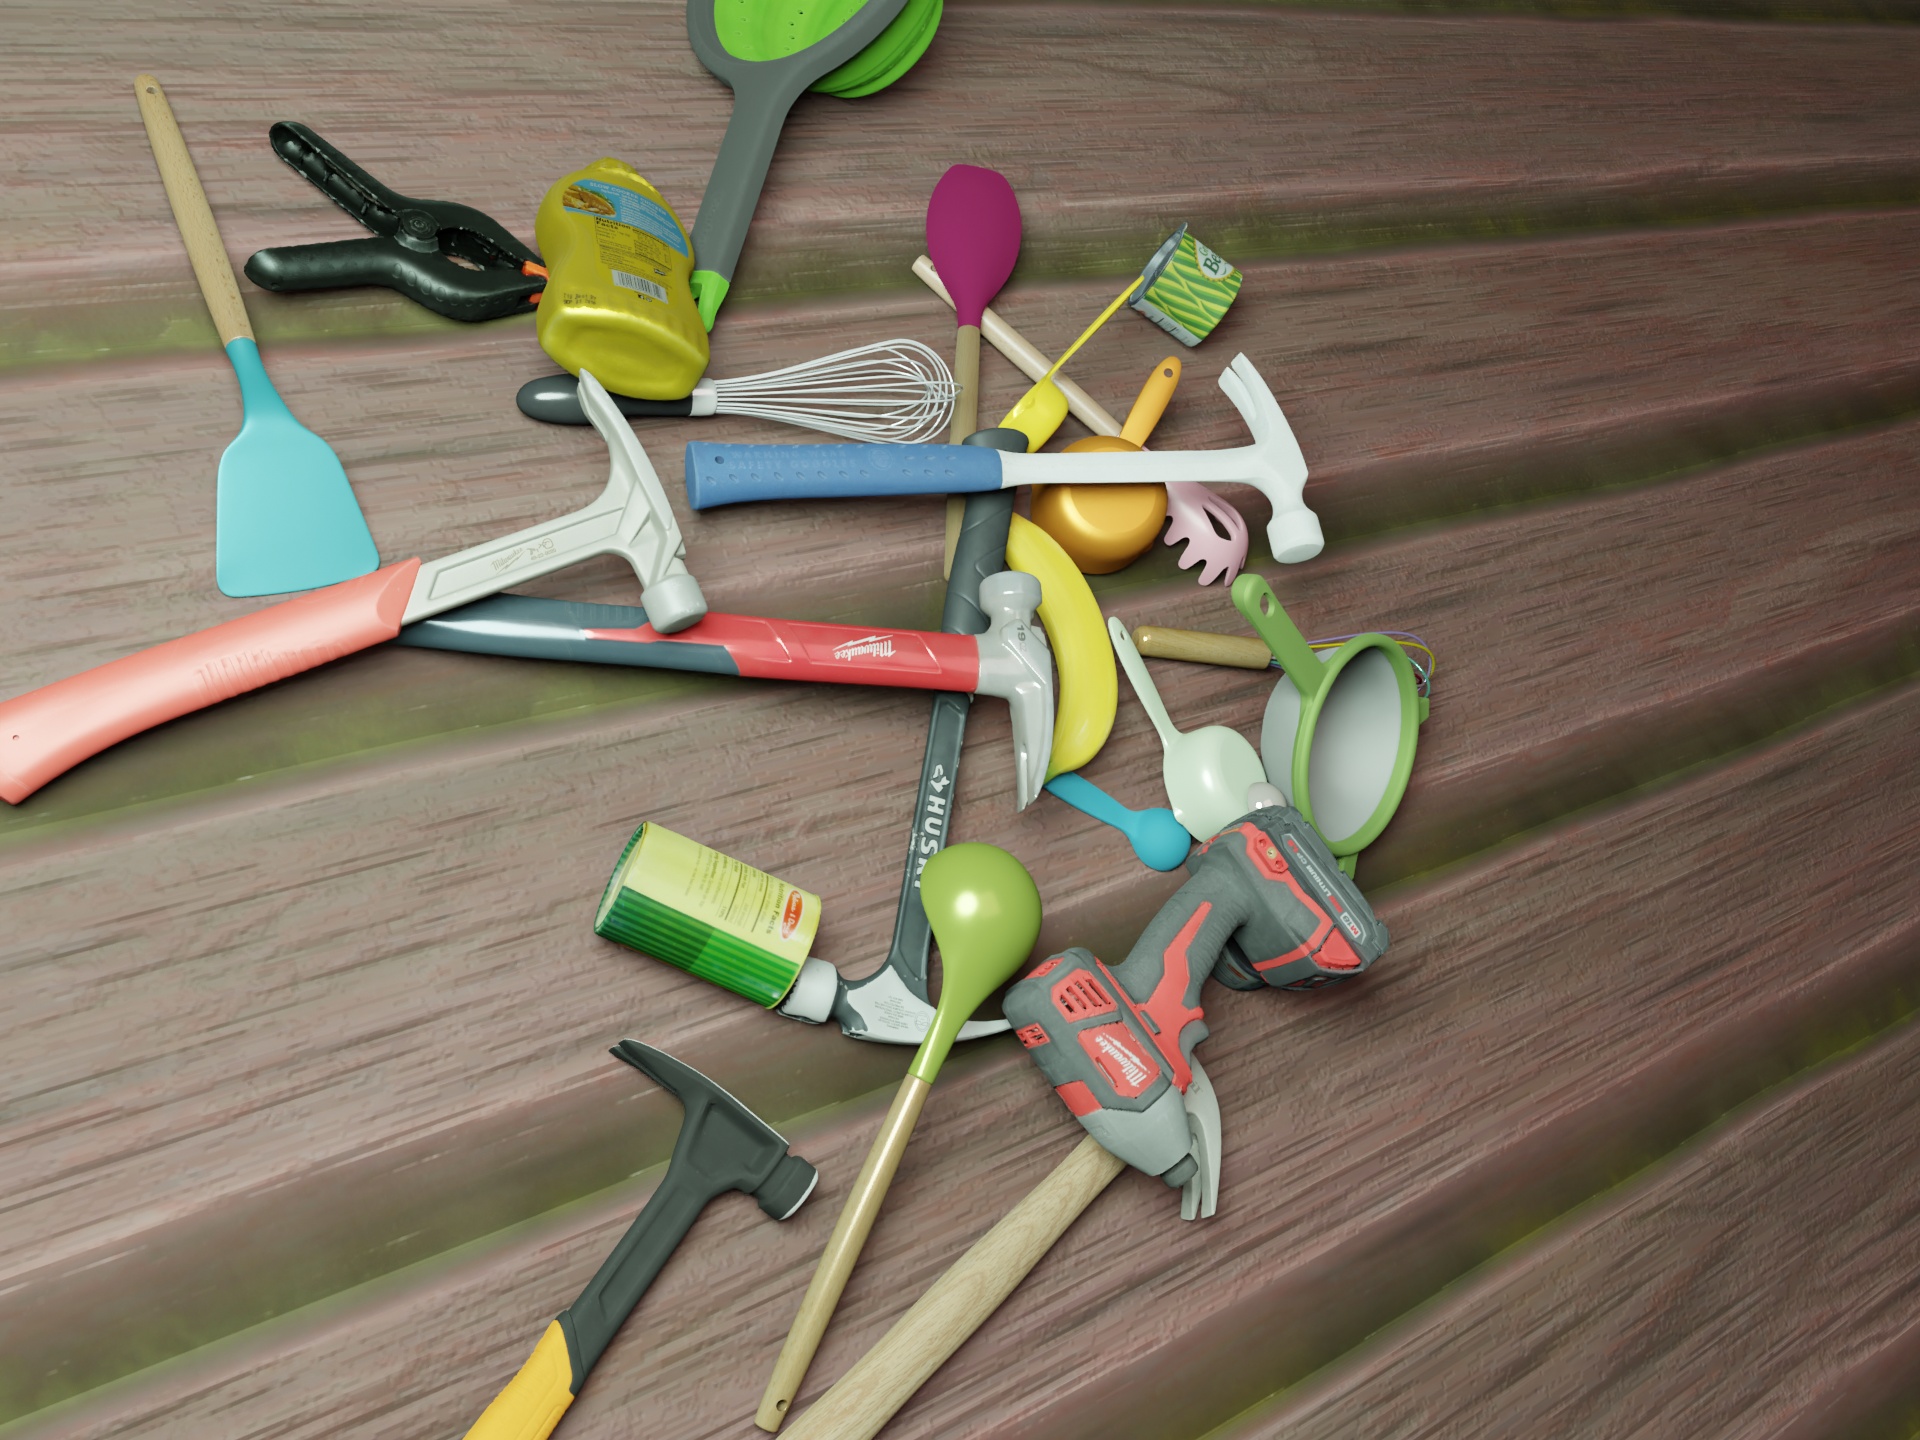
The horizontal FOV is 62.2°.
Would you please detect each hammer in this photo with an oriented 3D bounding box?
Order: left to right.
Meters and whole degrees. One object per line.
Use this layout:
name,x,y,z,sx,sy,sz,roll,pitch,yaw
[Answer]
hammer,-0.316,-0.058,0.794,0.359,0.036,0.149,-24,83,-22
hammer,-0.205,0.312,0.742,0.127,0.034,0.337,41,57,-8
hammer,-0.134,-0.029,0.884,0.386,0.038,0.143,4,69,-17
hammer,-0.002,-0.003,0.966,0.149,0.036,0.409,20,65,-21
hammer,0.032,-0.162,0.996,0.405,0.035,0.144,-4,70,-19
hammer,0.030,0.292,0.876,0.331,0.031,0.130,-37,89,-34

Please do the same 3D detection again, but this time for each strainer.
strainer,0.216,-0.016,1.038,0.256,0.069,0.151,46,66,-41

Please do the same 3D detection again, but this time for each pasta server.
pasta server,0.086,-0.214,1.121,0.316,0.040,0.060,41,57,-3

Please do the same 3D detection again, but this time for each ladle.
ladle,-0.039,0.213,0.844,0.078,0.062,0.320,33,74,-28

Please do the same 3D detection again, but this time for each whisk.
whisk,-0.131,-0.201,0.986,0.284,0.070,0.070,-6,73,-24
whisk,0.231,-0.040,1.117,0.245,0.047,0.051,5,68,-21

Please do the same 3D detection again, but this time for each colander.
colander,-0.101,-0.419,1.064,0.094,0.204,0.397,32,70,-53

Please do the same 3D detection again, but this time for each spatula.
spatula,-0.402,-0.218,0.867,0.082,0.044,0.318,-15,73,-31

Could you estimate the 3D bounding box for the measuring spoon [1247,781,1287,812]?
measuring spoon,0.220,0.094,1.022,0.034,0.018,0.124,-37,101,-53

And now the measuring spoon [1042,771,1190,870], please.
measuring spoon,0.096,0.053,1.015,0.128,0.021,0.042,30,59,-13

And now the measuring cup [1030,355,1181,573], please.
measuring cup,0.114,-0.183,1.074,0.095,0.052,0.174,30,78,-5

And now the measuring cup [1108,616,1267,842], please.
measuring cup,0.148,0.001,1.029,0.167,0.038,0.083,61,38,-9

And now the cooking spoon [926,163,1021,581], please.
cooking spoon,0.005,-0.241,1.076,0.068,0.017,0.319,7,72,-13

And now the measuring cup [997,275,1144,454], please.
measuring cup,0.081,-0.239,1.081,0.029,0.062,0.156,43,83,-11

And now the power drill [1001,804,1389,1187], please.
power drill,0.141,0.158,0.926,0.219,0.078,0.143,-34,86,-30
